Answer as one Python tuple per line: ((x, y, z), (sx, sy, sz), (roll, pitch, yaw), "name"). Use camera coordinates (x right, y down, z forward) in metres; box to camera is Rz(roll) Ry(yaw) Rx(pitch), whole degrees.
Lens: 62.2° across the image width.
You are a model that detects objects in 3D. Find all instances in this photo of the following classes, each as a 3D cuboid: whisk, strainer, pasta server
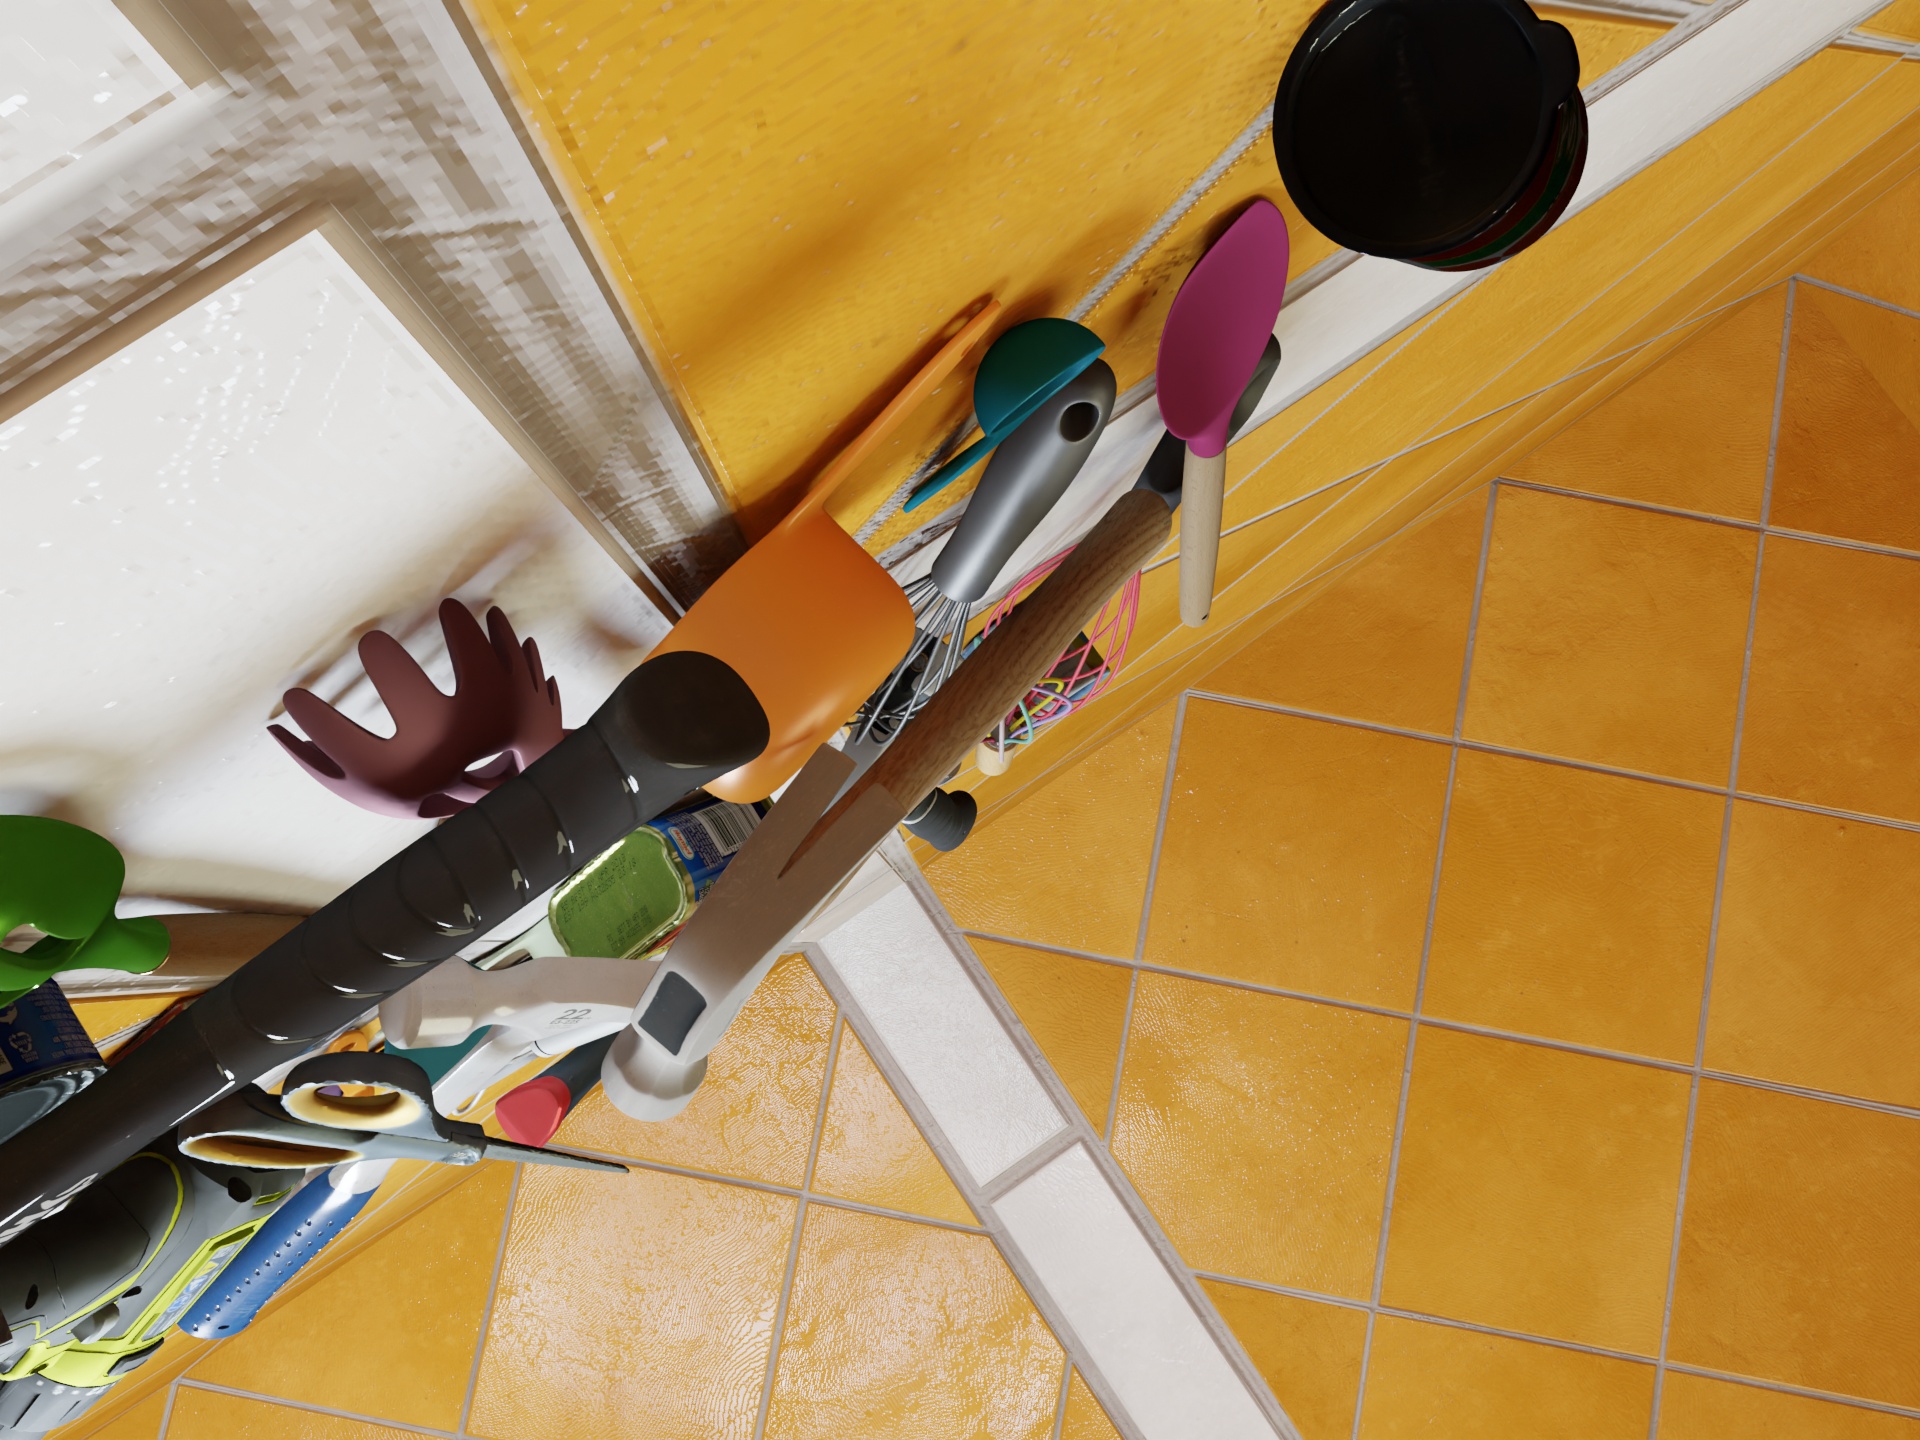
((0.075, -0.081, 0.740), (0.073, 0.073, 0.295), (-31, 166, -30), "whisk")
((-0.003, -0.056, 0.594), (0.055, 0.055, 0.239), (-30, 167, -35), "whisk")
((-0.219, 0.165, 0.833), (0.087, 0.050, 0.258), (-23, 177, -44), "strainer")
((0.016, 0.002, 0.781), (0.047, 0.051, 0.245), (-43, 174, -7), "whisk")
((-0.121, 0.004, 0.513), (0.060, 0.040, 0.316), (-35, 177, 3), "pasta server")

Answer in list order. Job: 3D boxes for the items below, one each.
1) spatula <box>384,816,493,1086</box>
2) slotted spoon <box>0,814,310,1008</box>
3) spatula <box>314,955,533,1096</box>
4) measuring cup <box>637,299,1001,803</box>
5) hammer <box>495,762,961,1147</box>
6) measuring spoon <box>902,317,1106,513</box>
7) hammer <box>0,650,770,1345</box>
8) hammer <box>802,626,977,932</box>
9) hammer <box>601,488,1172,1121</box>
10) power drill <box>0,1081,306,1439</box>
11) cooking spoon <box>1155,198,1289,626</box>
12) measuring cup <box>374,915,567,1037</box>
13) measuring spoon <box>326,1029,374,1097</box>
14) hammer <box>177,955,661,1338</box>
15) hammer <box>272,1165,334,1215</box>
((-0.210, 0.099, 0.661), (0.082, 0.044, 0.317), (-65, -172, -31), "spatula")
((-0.216, 0.062, 0.448), (0.070, 0.031, 0.313), (-34, 175, -7), "slotted spoon")
((-0.288, 0.170, 0.898), (0.316, 0.018, 0.059), (-31, 170, -22), "spatula")
((-0.029, -0.042, 0.460), (0.173, 0.052, 0.095), (-44, -178, 30), "measuring cup")
((-0.149, 0.140, 1.033), (0.386, 0.038, 0.143), (-41, 180, -40), "hammer")
((0.002, -0.092, 0.488), (0.042, 0.021, 0.128), (-38, -176, -24), "measuring spoon")
((-0.189, 0.087, 0.388), (0.335, 0.035, 0.146), (-34, 171, 5), "hammer")
((-0.030, 0.051, 0.912), (0.149, 0.036, 0.408), (-58, 171, -3), "hammer")
((-0.001, -0.002, 0.563), (0.331, 0.031, 0.130), (-47, 174, -45), "hammer")
((-0.358, 0.224, 0.554), (0.190, 0.080, 0.228), (-48, 170, 7), "power drill")
((0.095, -0.098, 0.625), (0.069, 0.017, 0.318), (-49, 163, -9), "cooking spoon")
((-0.228, 0.134, 0.844), (0.167, 0.038, 0.083), (-32, 173, -38), "measuring cup")
((-0.315, 0.184, 0.826), (0.021, 0.011, 0.116), (-28, 162, -28), "measuring spoon")
((-0.268, 0.207, 0.734), (0.144, 0.035, 0.405), (7, 143, -43), "hammer")
((-0.405, 0.253, 0.791), (0.128, 0.033, 0.331), (-27, 170, -6), "hammer")
